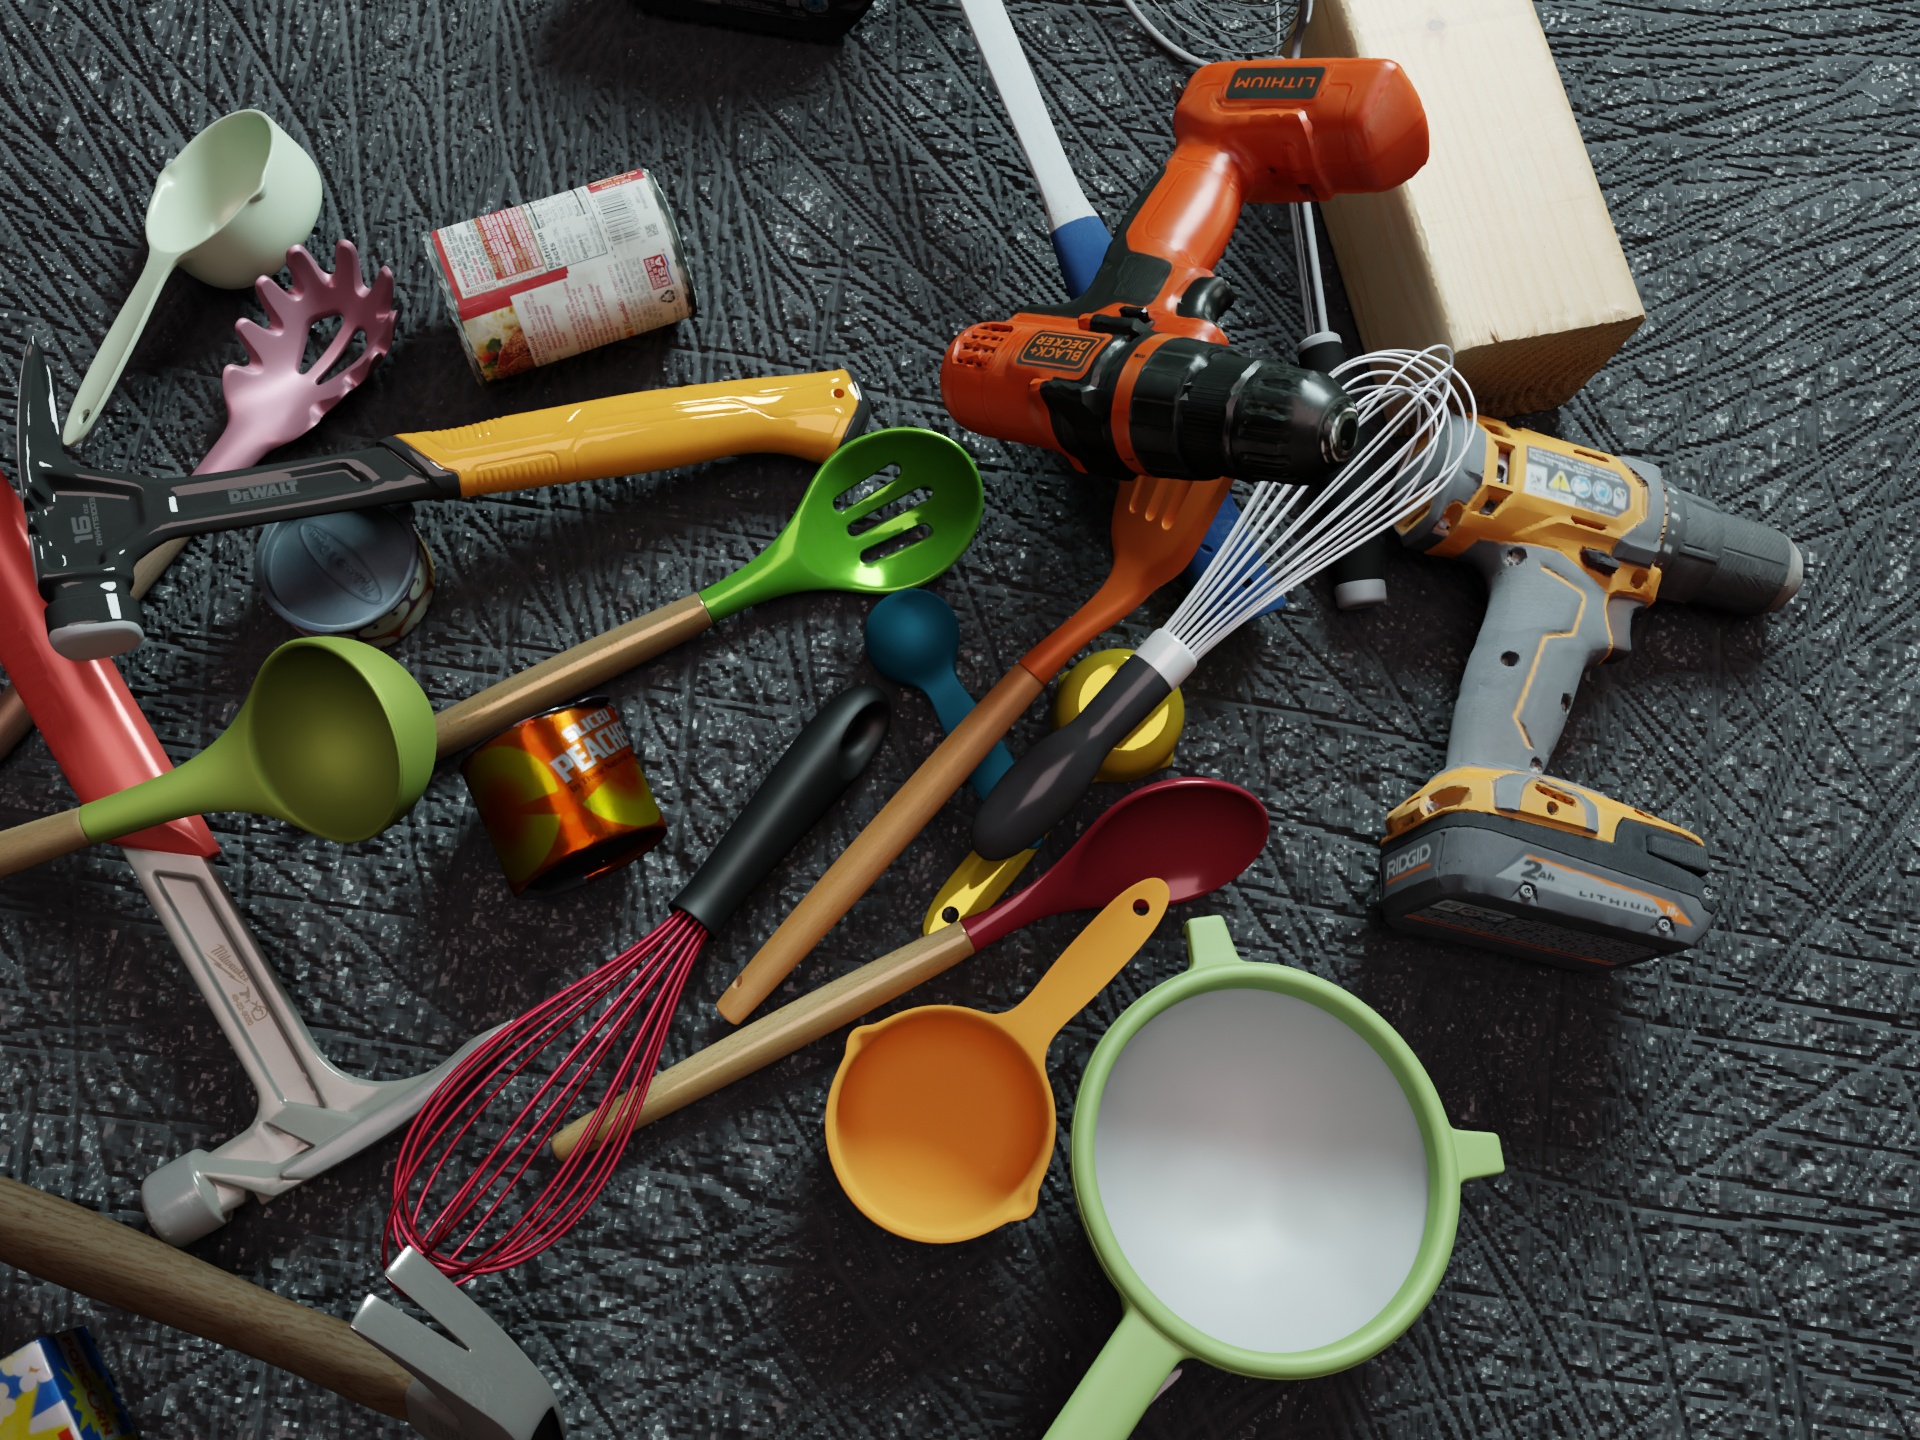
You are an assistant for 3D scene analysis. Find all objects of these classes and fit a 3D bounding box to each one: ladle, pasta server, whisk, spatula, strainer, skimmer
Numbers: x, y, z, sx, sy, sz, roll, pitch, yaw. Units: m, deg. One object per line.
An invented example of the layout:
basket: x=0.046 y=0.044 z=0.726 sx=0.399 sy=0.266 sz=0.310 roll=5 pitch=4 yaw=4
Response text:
ladle: x=-0.346 y=0.048 z=0.574 sx=0.320 sy=0.062 sz=0.078 roll=-20 pitch=95 yaw=-7
pasta server: x=-0.345 y=-0.071 z=0.669 sx=0.060 sy=0.040 sz=0.316 roll=34 pitch=76 yaw=0
whisk: x=-0.117 y=0.094 z=0.622 sx=0.073 sy=0.073 sz=0.296 roll=35 pitch=66 yaw=6
spatula: x=0.006 y=-0.006 z=0.639 sx=0.322 sy=0.081 sz=0.041 roll=-48 pitch=124 yaw=0
strainer: x=0.078 y=0.211 z=0.595 sx=0.151 sy=0.069 sz=0.256 roll=38 pitch=67 yaw=7
whisk: x=0.106 y=-0.047 z=0.651 sx=0.070 sy=0.070 sz=0.284 roll=44 pitch=86 yaw=8
skimmer: x=0.127 y=-0.227 z=0.721 sx=0.090 sy=0.127 sz=0.363 roll=-6 pitch=84 yaw=-15
ladle: x=-0.020 y=0.101 z=0.646 sx=0.315 sy=0.069 sz=0.031 roll=-26 pitch=38 yaw=-6

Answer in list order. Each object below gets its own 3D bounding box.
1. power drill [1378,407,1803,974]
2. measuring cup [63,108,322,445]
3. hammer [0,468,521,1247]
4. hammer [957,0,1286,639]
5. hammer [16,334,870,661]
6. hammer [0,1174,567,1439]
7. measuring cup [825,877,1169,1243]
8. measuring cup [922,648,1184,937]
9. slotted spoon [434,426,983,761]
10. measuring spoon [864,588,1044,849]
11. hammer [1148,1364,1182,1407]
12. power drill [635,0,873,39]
power drill: x=0.272 y=-0.012 z=0.679 sx=0.185 sy=0.084 sz=0.226 roll=14 pitch=69 yaw=-9
measuring cup: x=-0.335 y=-0.186 z=0.694 sx=0.083 sy=0.038 sz=0.167 roll=18 pitch=79 yaw=34
hammer: x=-0.324 y=0.014 z=0.628 sx=0.149 sy=0.036 sz=0.359 roll=-30 pitch=86 yaw=-11
hammer: x=0.052 y=-0.231 z=0.707 sx=0.144 sy=0.035 sz=0.405 roll=-22 pitch=88 yaw=-29
hammer: x=-0.201 y=-0.115 z=0.661 sx=0.337 sy=0.034 sz=0.127 roll=-12 pitch=74 yaw=-19
hammer: x=-0.296 y=0.199 z=0.573 sx=0.331 sy=0.130 sz=0.031 roll=18 pitch=41 yaw=9
measuring cup: x=0.020 y=0.129 z=0.634 sx=0.095 sy=0.052 sz=0.173 roll=44 pitch=74 yaw=8
measuring cup: x=0.037 y=0.033 z=0.672 sx=0.062 sy=0.029 sz=0.156 roll=39 pitch=76 yaw=7
slotted spoon: x=-0.133 y=-0.039 z=0.680 sx=0.314 sy=0.031 sz=0.070 roll=-27 pitch=100 yaw=-9
measuring spoon: x=-0.001 y=-0.002 z=0.667 sx=0.042 sy=0.021 sz=0.129 roll=-32 pitch=74 yaw=4
hammer: x=0.163 y=0.374 z=0.585 sx=0.335 sy=0.035 sz=0.146 roll=29 pitch=75 yaw=4
power drill: x=-0.105 y=-0.459 z=0.774 sx=0.190 sy=0.080 sz=0.229 roll=9 pitch=71 yaw=-3
